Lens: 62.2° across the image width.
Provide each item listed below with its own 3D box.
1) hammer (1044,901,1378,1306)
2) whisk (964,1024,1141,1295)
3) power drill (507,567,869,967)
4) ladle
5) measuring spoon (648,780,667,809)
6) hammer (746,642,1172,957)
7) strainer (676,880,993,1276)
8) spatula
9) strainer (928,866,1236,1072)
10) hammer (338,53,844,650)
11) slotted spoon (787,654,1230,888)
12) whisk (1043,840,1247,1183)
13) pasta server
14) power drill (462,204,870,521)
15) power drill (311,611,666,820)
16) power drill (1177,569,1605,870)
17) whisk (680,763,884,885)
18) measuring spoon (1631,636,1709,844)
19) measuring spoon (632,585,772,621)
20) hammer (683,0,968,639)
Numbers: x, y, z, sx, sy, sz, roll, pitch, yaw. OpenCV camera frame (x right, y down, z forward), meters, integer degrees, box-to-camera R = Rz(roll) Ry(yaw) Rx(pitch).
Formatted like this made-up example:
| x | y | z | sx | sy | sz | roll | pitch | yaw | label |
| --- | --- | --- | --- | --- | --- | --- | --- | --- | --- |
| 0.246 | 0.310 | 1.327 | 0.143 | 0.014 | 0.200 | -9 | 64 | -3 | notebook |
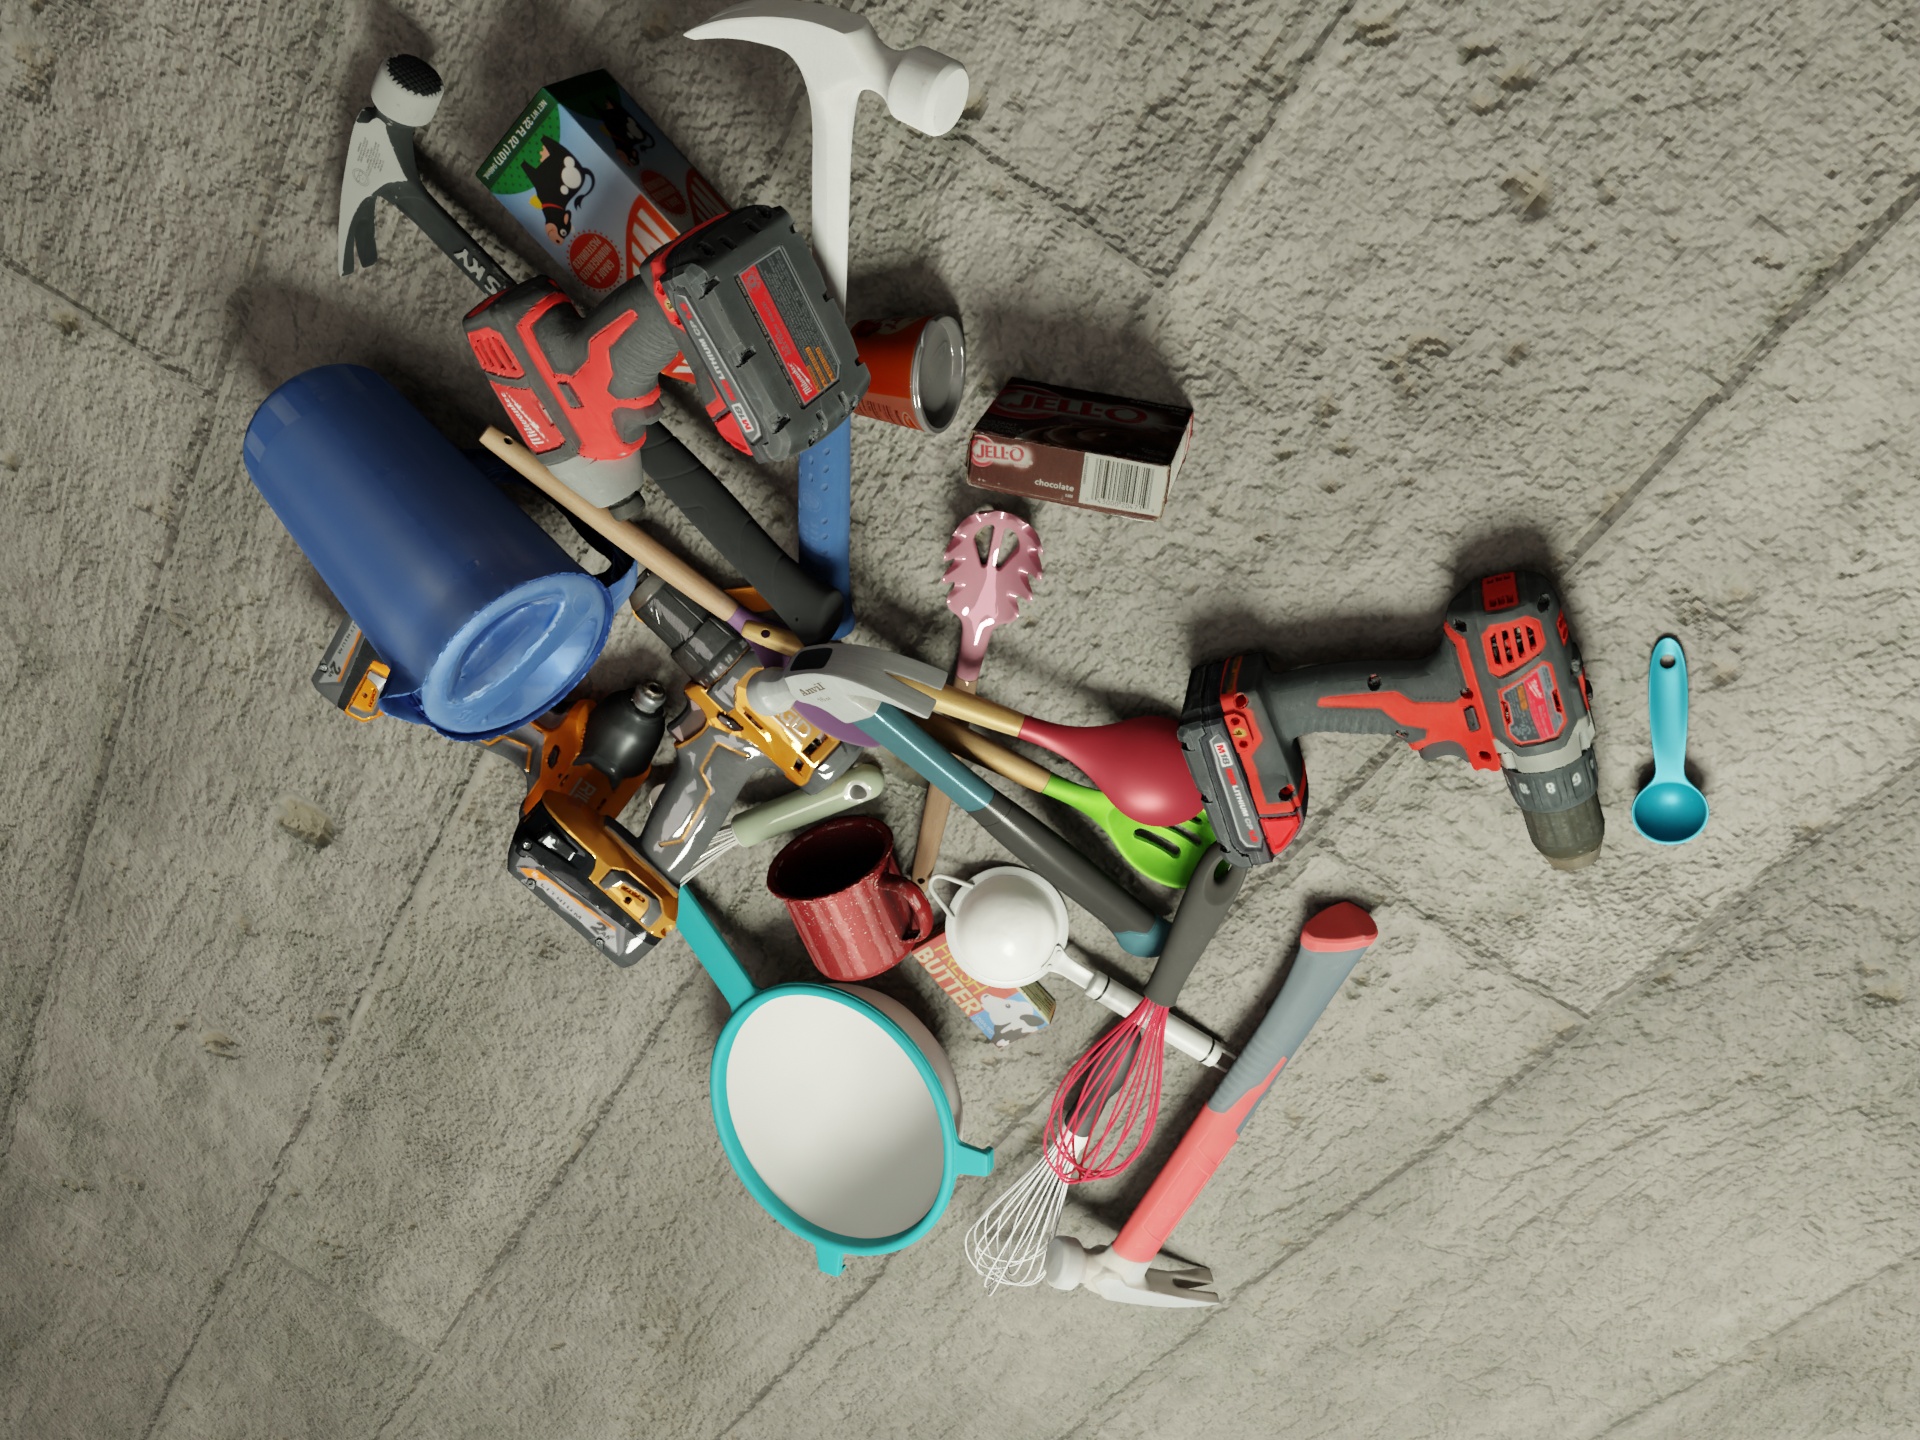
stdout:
| x | y | z | sx | sy | sz | roll | pitch | yaw | label |
| --- | --- | --- | --- | --- | --- | --- | --- | --- | --- |
| 0.200 | 0.284 | 1.130 | 0.143 | 0.038 | 0.386 | 15 | 121 | -19 | hammer |
| 0.074 | 0.335 | 1.202 | 0.070 | 0.070 | 0.284 | 25 | 119 | 3 | whisk |
| -0.198 | 0.025 | 1.047 | 0.226 | 0.084 | 0.185 | -46 | 104 | -1 | power drill |
| 0.014 | -0.007 | 0.995 | 0.315 | 0.031 | 0.069 | 19 | 84 | -3 | ladle |
| -0.184 | 0.025 | 1.132 | 0.034 | 0.018 | 0.124 | 34 | 117 | -5 | measuring spoon |
| 0.021 | 0.058 | 1.017 | 0.330 | 0.033 | 0.128 | 40 | 147 | -26 | hammer |
| -0.114 | 0.230 | 1.195 | 0.211 | 0.095 | 0.340 | -43 | 79 | 31 | strainer |
| -0.164 | -0.081 | 0.995 | 0.315 | 0.060 | 0.018 | 37 | 144 | -21 | spatula |
| 0.090 | 0.180 | 1.111 | 0.258 | 0.050 | 0.087 | 31 | 96 | -9 | strainer |
| -0.221 | -0.196 | 0.958 | 0.409 | 0.036 | 0.149 | 46 | 133 | -3 | hammer |
| 0.033 | 0.027 | 1.025 | 0.313 | 0.031 | 0.070 | 25 | 124 | -8 | slotted spoon |
| 0.127 | 0.200 | 1.067 | 0.073 | 0.073 | 0.295 | 23 | 115 | 4 | whisk |
| -0.002 | -0.003 | 1.038 | 0.060 | 0.040 | 0.316 | 12 | 124 | -1 | pasta server |
| -0.162 | -0.182 | 0.851 | 0.220 | 0.078 | 0.143 | -4 | 123 | 41 | power drill |
| -0.317 | -0.018 | 1.111 | 0.226 | 0.084 | 0.164 | 36 | 123 | -9 | power drill |
| 0.261 | 0.023 | 0.946 | 0.227 | 0.080 | 0.187 | -14 | 114 | 22 | power drill |
| -0.162 | 0.081 | 1.129 | 0.246 | 0.059 | 0.057 | -22 | 117 | 18 | whisk |
| 0.412 | 0.010 | 0.925 | 0.042 | 0.021 | 0.128 | -2 | 110 | 20 | measuring spoon |
| -0.166 | -0.080 | 1.065 | 0.117 | 0.011 | 0.021 | -6 | 131 | 18 | measuring spoon |
| -0.077 | -0.195 | 0.876 | 0.144 | 0.035 | 0.405 | 31 | 145 | 18 | hammer |
